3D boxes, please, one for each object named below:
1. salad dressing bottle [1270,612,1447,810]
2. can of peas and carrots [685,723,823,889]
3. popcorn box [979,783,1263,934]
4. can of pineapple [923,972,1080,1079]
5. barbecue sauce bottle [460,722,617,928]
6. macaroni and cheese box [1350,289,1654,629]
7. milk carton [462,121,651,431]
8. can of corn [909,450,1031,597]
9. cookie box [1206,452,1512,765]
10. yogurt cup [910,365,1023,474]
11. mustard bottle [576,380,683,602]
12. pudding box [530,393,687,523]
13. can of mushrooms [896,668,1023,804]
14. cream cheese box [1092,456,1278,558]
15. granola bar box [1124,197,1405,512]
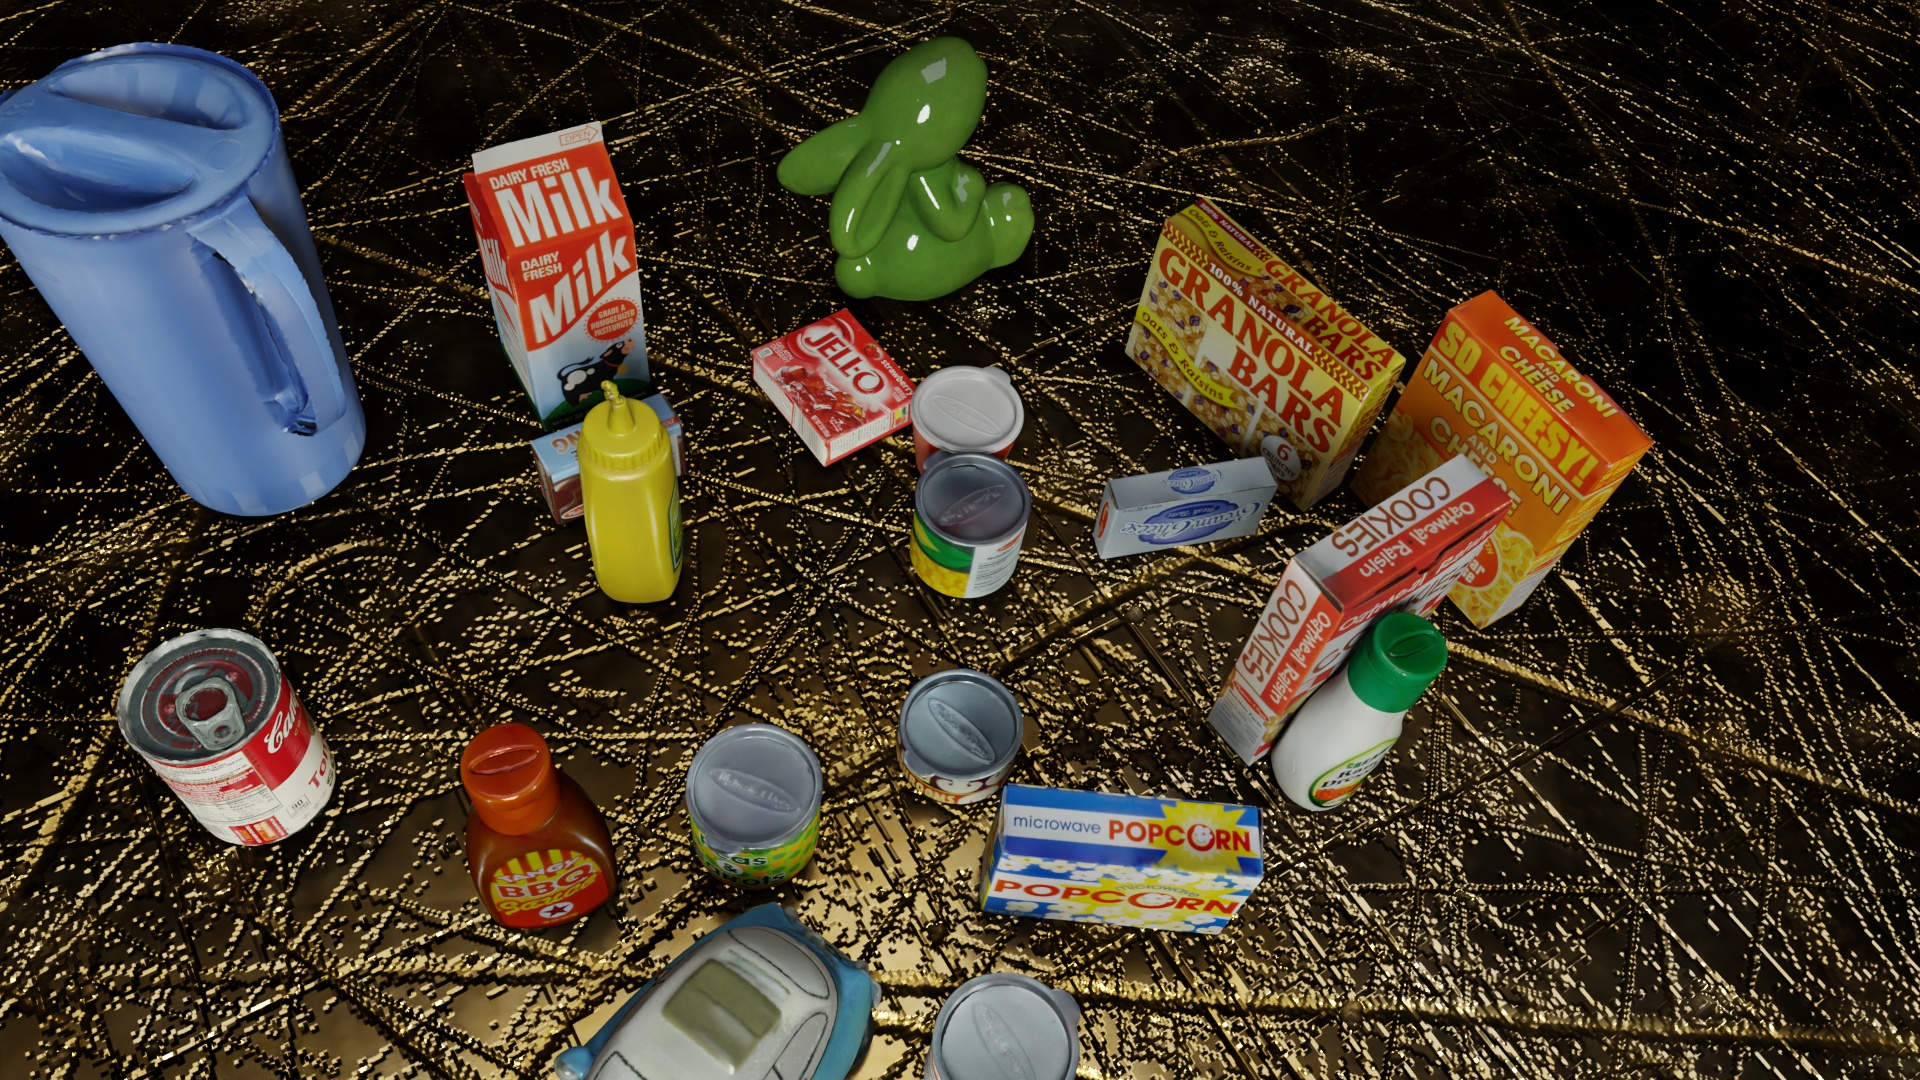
[{"bbox_3d":[0.203,0.089,0.711,0.064,0.146,0.044,-19,60,-19],"label":"salad dressing bottle"},{"bbox_3d":[-0.103,0.136,0.694,0.071,0.058,0.071,3,55,-5],"label":"can of peas and carrots"},{"bbox_3d":[0.077,0.158,0.685,0.127,0.084,0.038,6,55,-3],"label":"popcorn box"},{"bbox_3d":[0.019,0.239,0.639,0.071,0.057,0.071,3,55,-5],"label":"can of pineapple"},{"bbox_3d":[-0.195,0.131,0.631,0.065,0.147,0.044,-13,58,-15],"label":"barbecue sauce bottle"},{"bbox_3d":[0.304,-0.044,0.804,0.040,0.165,0.124,-25,62,-22],"label":"macaroni and cheese box"},{"bbox_3d":[-0.231,-0.157,0.799,0.072,0.189,0.073,-23,62,-21],"label":"milk carton"},{"bbox_3d":[0.003,-0.010,0.808,0.071,0.058,0.071,3,55,-5],"label":"can of corn"},{"bbox_3d":[0.206,0.040,0.733,0.123,0.166,0.040,-29,64,-24],"label":"cookie box"},{"bbox_3d":[0.002,-0.064,0.848,0.072,0.053,0.073,3,55,-5],"label":"yogurt cup"},{"bbox_3d":[-0.175,-0.029,0.737,0.049,0.159,0.065,0,56,-7],"label":"mustard bottle"},{"bbox_3d":[-0.205,-0.048,0.813,0.084,0.049,0.030,-25,62,-22],"label":"pudding box"},{"bbox_3d":[-0.003,0.106,0.742,0.071,0.033,0.071,3,55,-5],"label":"can of mushrooms"},{"bbox_3d":[0.133,-0.020,0.834,0.104,0.053,0.024,-9,58,-13],"label":"cream cheese box"},{"bbox_3d":[0.184,-0.115,0.863,0.039,0.123,0.166,-33,65,-25],"label":"granola bar box"}]
